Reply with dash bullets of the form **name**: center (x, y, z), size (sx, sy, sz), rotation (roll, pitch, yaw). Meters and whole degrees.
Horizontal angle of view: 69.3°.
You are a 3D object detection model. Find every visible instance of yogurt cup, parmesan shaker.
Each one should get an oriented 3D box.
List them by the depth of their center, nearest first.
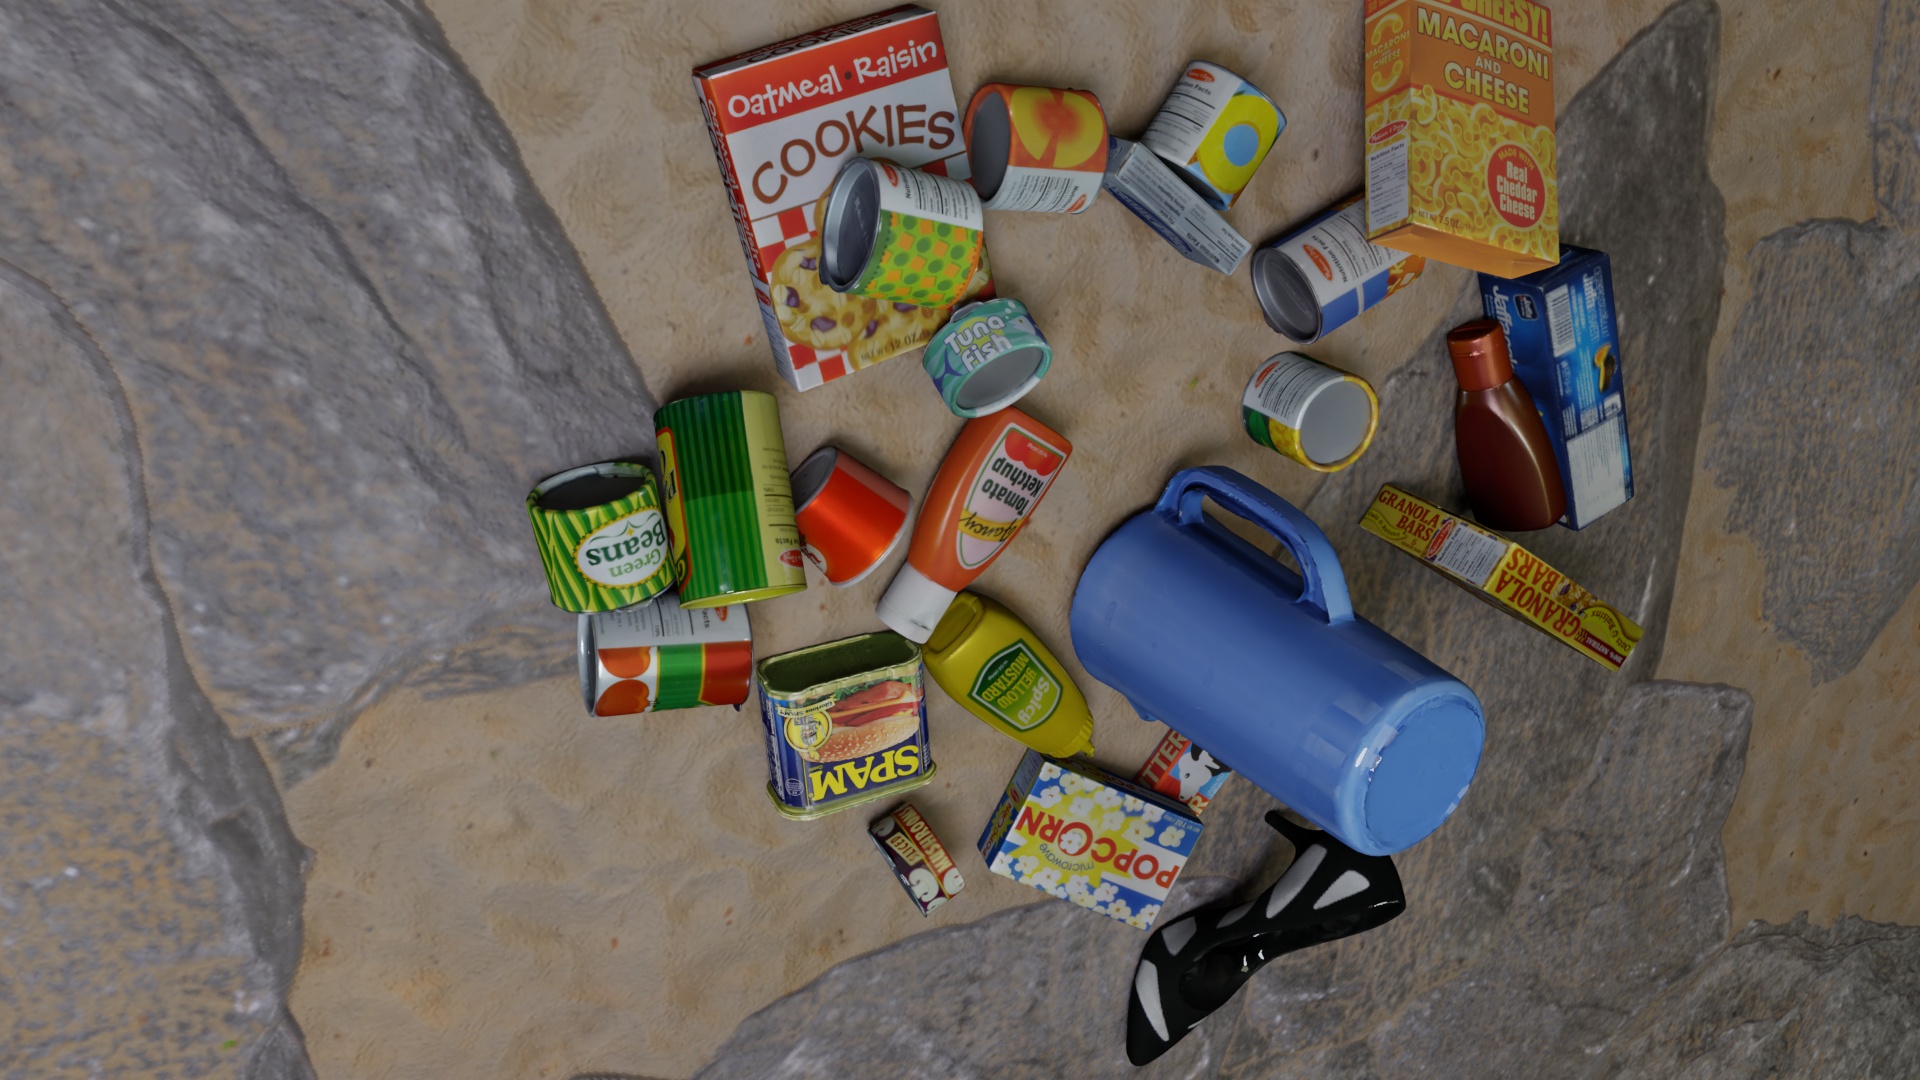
- **parmesan shaker**: center (-0.120, -0.020, 0.724), size (0.071, 0.071, 0.103), rotation (-7, 83, -23)
- **yogurt cup**: center (-0.068, -0.016, 0.774), size (0.054, 0.072, 0.072), rotation (40, 90, -25)

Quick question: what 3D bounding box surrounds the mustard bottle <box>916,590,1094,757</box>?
- **mustard bottle**: center (0.042, 0.097, 0.880), size (0.065, 0.049, 0.160), rotation (-48, 122, 0)

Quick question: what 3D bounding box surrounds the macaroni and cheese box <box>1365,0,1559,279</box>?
- **macaroni and cheese box**: center (0.301, -0.251, 0.831), size (0.124, 0.040, 0.166), rotation (6, 81, -28)

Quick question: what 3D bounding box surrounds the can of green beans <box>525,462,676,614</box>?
- **can of green beans**: center (-0.185, -0.002, 0.719), size (0.071, 0.071, 0.057), rotation (-17, 116, -19)

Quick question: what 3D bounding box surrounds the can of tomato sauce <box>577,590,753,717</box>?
- **can of tomato sauce**: center (-0.162, 0.062, 0.757), size (0.083, 0.071, 0.071), rotation (-3, 111, -24)

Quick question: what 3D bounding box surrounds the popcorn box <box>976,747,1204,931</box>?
- **popcorn box**: center (0.088, 0.199, 0.931), size (0.127, 0.038, 0.085), rotation (24, 99, -15)

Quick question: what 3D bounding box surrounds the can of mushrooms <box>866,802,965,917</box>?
- **can of mushrooms**: center (-0.028, 0.200, 0.877), size (0.033, 0.071, 0.070), rotation (-33, 121, -11)

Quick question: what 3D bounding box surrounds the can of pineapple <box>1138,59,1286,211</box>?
- **can of pineapple**: center (0.143, -0.228, 0.788), size (0.071, 0.071, 0.058), rotation (30, 96, -32)

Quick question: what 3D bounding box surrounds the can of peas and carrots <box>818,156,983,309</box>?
- **can of peas and carrots**: center (-0.030, -0.149, 0.689), size (0.059, 0.071, 0.070), rotation (5, 108, -29)

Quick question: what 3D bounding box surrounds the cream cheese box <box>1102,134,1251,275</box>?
- **cream cheese box**: center (0.116, -0.194, 0.796), size (0.103, 0.053, 0.024), rotation (31, 97, -32)

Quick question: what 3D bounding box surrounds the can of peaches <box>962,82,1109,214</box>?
- **can of peaches**: center (0.038, -0.212, 0.745), size (0.058, 0.071, 0.071), rotation (-4, 112, -24)

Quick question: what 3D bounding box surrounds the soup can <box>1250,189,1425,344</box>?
- **soup can**: center (0.232, -0.168, 0.858), size (0.084, 0.071, 0.071), rotation (-31, 120, -13)

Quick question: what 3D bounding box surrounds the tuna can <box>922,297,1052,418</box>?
- **tuna can**: center (0.015, -0.100, 0.760), size (0.071, 0.033, 0.070), rotation (-26, 159, -11)

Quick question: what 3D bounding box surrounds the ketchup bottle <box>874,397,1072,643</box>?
- **ketchup bottle**: center (0.003, -0.010, 0.821), size (0.064, 0.043, 0.148), rotation (28, 97, -38)

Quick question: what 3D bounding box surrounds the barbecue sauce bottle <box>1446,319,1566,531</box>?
- **barbecue sauce bottle**: center (0.374, -0.079, 0.966), size (0.044, 0.065, 0.148), rotation (-37, 115, -33)

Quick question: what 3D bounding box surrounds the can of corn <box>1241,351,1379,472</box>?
- **can of corn**: center (0.226, -0.081, 0.892), size (0.071, 0.058, 0.071), rotation (-10, 114, -22)

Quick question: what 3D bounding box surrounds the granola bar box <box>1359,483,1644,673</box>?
- **granola bar box**: center (0.378, 0.025, 0.970), size (0.165, 0.124, 0.039), rotation (26, 98, -32)

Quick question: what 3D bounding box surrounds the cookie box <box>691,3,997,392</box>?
- **cookie box**: center (-0.056, -0.179, 0.727), size (0.123, 0.040, 0.166), rotation (-23, 119, -16)

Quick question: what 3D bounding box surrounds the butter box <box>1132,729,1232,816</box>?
- **butter box**: center (0.146, 0.181, 0.979), size (0.053, 0.024, 0.103), rotation (34, 93, -32)
